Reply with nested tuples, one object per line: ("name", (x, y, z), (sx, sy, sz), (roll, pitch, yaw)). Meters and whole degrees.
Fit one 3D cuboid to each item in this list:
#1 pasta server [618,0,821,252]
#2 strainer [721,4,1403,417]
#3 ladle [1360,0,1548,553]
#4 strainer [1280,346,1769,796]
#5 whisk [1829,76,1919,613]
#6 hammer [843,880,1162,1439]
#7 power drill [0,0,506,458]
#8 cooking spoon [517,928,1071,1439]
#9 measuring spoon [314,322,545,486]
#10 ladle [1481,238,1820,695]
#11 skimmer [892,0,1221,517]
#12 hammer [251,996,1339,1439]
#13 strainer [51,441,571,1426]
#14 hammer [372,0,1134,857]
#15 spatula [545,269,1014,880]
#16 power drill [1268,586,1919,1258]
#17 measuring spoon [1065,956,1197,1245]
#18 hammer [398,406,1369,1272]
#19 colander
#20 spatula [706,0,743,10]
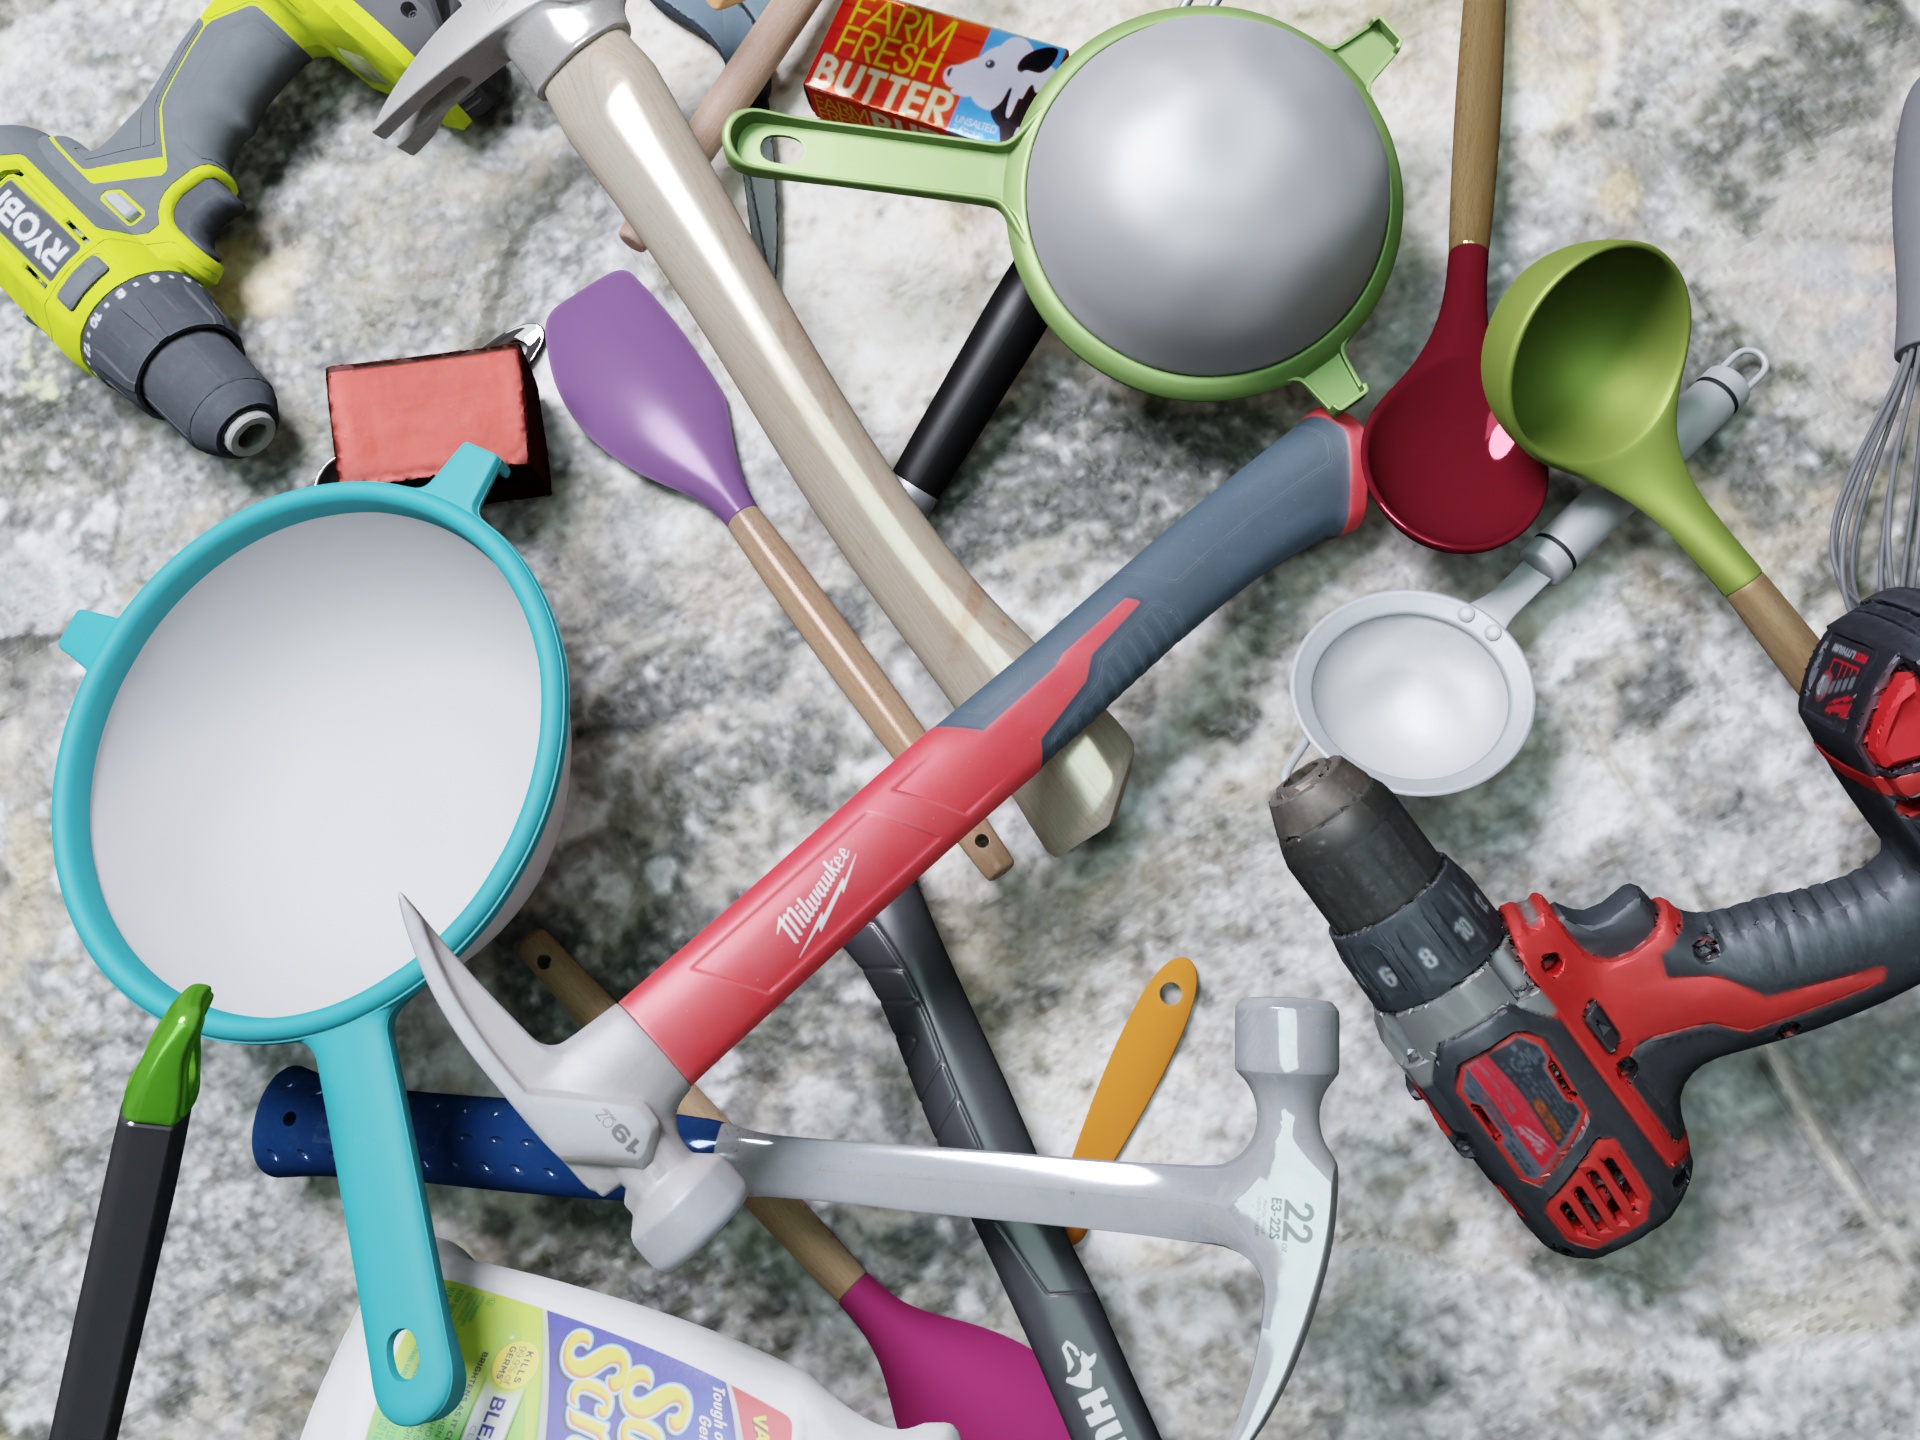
("pasta server", (-0.058, -0.334, 0.681), (0.060, 0.040, 0.316), (29, 80, 12))
("strainer", (0.040, -0.202, 0.570), (0.256, 0.069, 0.151), (7, 88, -2))
("ladle", (0.199, -0.206, 0.621), (0.069, 0.031, 0.315), (8, 74, 2))
("strainer", (0.214, -0.052, 0.592), (0.258, 0.050, 0.087), (-43, 64, -7))
("whisk", (0.354, -0.137, 0.586), (0.055, 0.055, 0.239), (9, 76, 10))
("hammer", (0.032, 0.188, 0.560), (0.146, 0.035, 0.335), (-26, 71, 3))
("power drill", (-0.312, -0.241, 0.694), (0.191, 0.080, 0.228), (42, 90, 14))
("cooking spoon", (-0.059, 0.193, 0.594), (0.319, 0.017, 0.069), (43, 87, 13))
("measuring spoon", (-0.226, -0.128, 0.690), (0.124, 0.018, 0.034), (-44, 88, -9))
("ladle", (0.291, -0.028, 0.545), (0.078, 0.062, 0.320), (-36, 86, -2))
("skimmer", (0.069, -0.245, 0.656), (0.127, 0.090, 0.363), (31, 96, -7))
("hammer", (-0.075, 0.162, 0.559), (0.405, 0.035, 0.144), (-1, 76, 19))
("strainer", (-0.210, 0.079, 0.592), (0.211, 0.095, 0.341), (-21, 70, 8))
("hammer", (-0.072, -0.121, 0.622), (0.146, 0.038, 0.411), (-34, 85, 11))
("spatula", (-0.077, -0.062, 0.649), (0.060, 0.018, 0.316), (-36, 75, -6))
("power drill", (0.232, 0.048, 0.515), (0.226, 0.080, 0.188), (-36, 93, 15))
("measuring spoon", (0.059, 0.141, 0.590), (0.021, 0.011, 0.117), (25, 84, 13))
("hammer", (-0.001, -0.002, 0.553), (0.386, 0.038, 0.143), (-41, 90, -19))
("colander", (-0.258, 0.282, 0.525), (0.094, 0.205, 0.397), (13, 97, -20))
("spatula", (0.023, -0.368, 0.655), (0.322, 0.041, 0.081), (-38, 75, -24))
